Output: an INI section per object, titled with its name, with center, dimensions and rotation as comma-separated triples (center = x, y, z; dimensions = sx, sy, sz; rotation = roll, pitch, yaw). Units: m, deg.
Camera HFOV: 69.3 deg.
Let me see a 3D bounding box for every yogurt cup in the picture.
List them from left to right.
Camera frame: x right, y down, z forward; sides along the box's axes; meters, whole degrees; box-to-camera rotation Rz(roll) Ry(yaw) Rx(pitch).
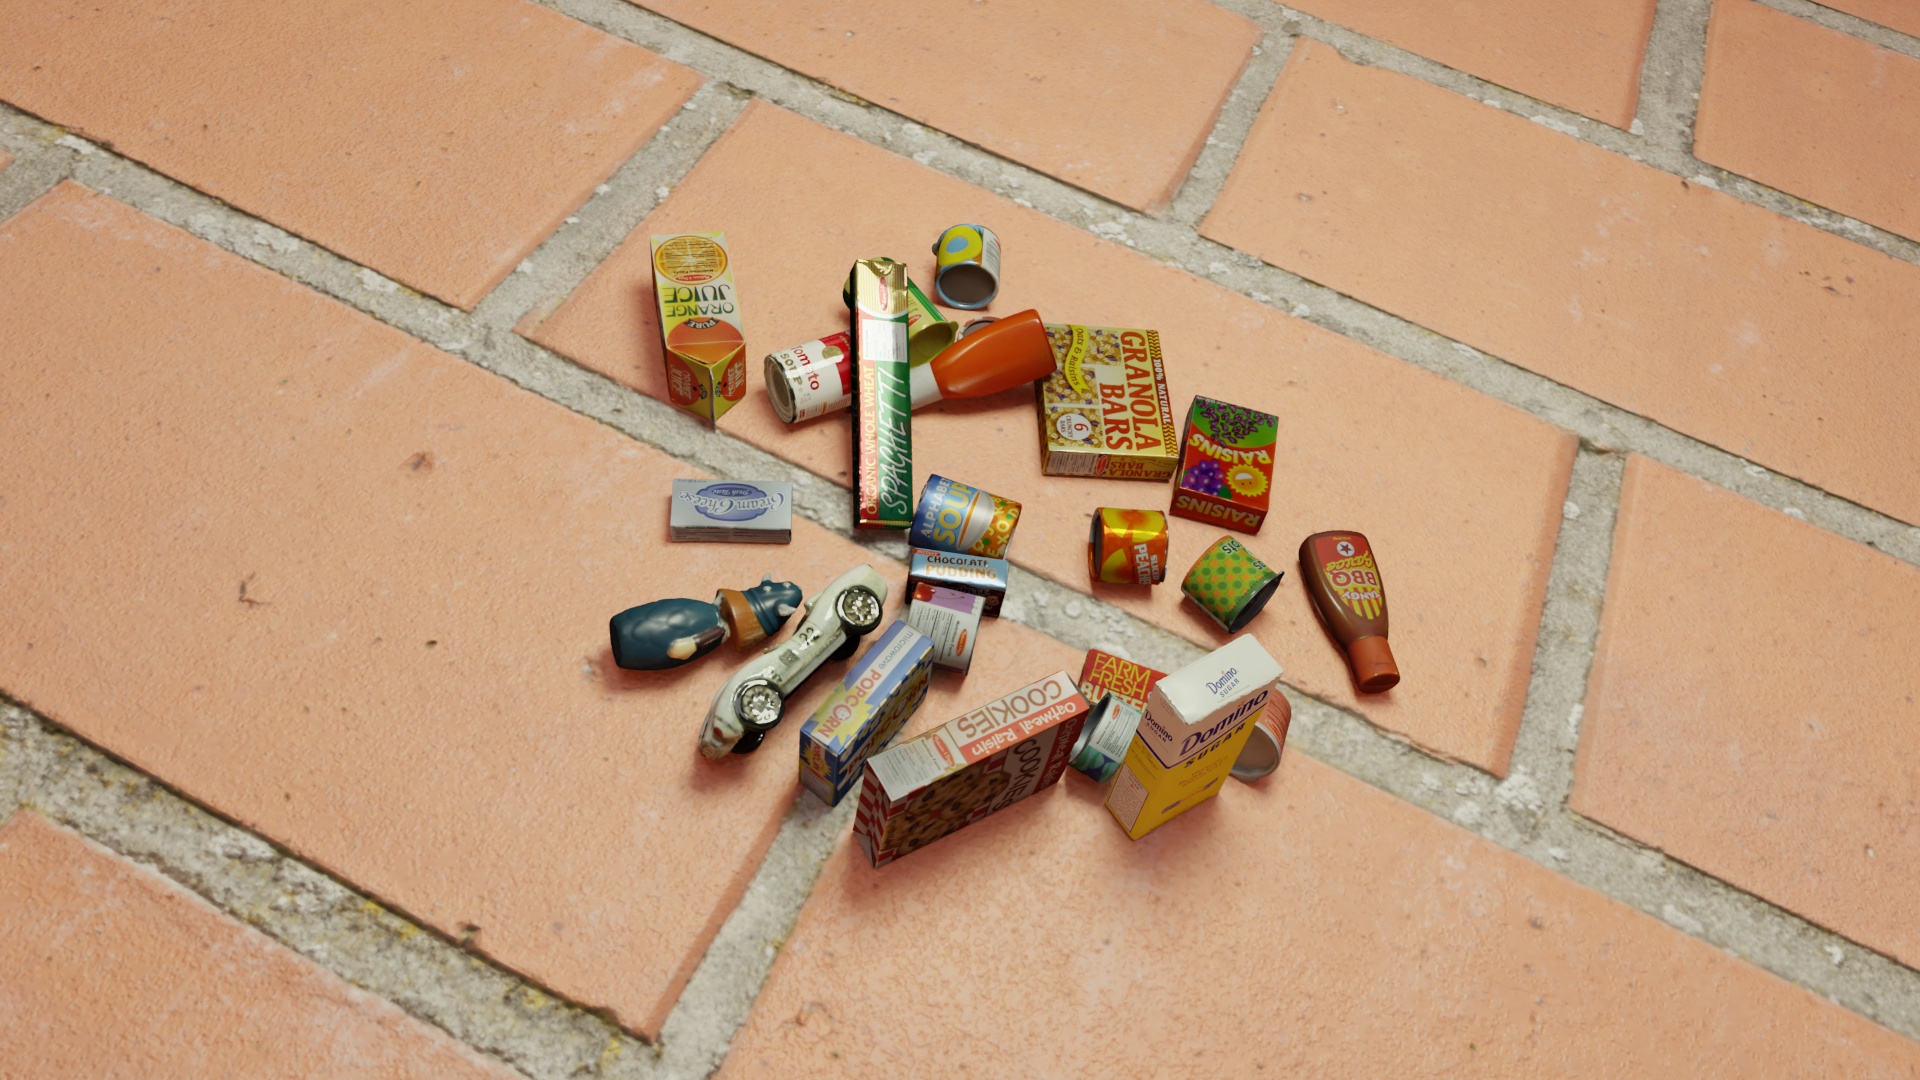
[yogurt cup]
center = 0.233, 0.149, 1.120
dimensions = 0.072, 0.072, 0.054
rotation = 28, 46, 12

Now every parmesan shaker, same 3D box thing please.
[parmesan shaker]
center = -0.058, -0.219, 1.343
dimensions = 0.071, 0.071, 0.103
rotation = -25, 61, -25

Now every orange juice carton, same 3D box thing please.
[orange juice carton]
center = -0.242, -0.196, 1.293
dimensions = 0.073, 0.071, 0.193
rotation = -7, 55, -14

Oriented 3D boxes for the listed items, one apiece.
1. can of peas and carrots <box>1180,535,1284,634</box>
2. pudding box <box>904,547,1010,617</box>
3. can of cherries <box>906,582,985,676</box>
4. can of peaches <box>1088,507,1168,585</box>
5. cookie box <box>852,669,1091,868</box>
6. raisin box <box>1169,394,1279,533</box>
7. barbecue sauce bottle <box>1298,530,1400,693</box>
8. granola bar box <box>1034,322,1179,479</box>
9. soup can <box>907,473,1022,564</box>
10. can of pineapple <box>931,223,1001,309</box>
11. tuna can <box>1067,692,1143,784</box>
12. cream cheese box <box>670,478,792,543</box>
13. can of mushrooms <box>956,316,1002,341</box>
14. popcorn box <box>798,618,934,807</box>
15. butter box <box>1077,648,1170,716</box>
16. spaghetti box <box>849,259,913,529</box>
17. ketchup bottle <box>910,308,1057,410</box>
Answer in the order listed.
[can of peas and carrots]
center = 0.235, 0.036, 1.200
dimensions = 0.071, 0.070, 0.059
rotation = -35, 65, -29
[pudding box]
center = -0.003, 0.035, 1.173
dimensions = 0.084, 0.049, 0.030
rotation = 9, 54, -3
[can of cherries]
center = -0.015, 0.072, 1.136
dimensions = 0.058, 0.071, 0.072
rotation = 13, 53, 1
[can of peaches]
center = 0.145, 0.006, 1.208
dimensions = 0.058, 0.071, 0.071
rotation = 4, 53, -6
[cookie box]
center = 0.008, 0.171, 1.028
dimensions = 0.168, 0.122, 0.040
rotation = -21, 61, -23
[raisin box]
center = 0.248, -0.072, 1.302
dimensions = 0.086, 0.039, 0.124
rotation = 15, 51, 1
[barbecue sauce bottle]
center = 0.345, 0.062, 1.215
dimensions = 0.065, 0.043, 0.149
rotation = -1, 54, -11
[granola bar box]
center = 0.136, -0.134, 1.330
dimensions = 0.124, 0.038, 0.166
rotation = 2, 53, -6
[soup can]
center = 0.004, -0.015, 1.198
dimensions = 0.084, 0.071, 0.072
rotation = 18, 53, 4
[can of pineapple]
center = 0.006, -0.275, 1.398
dimensions = 0.071, 0.070, 0.058
rotation = 6, 53, -5
[tuna can]
center = 0.113, 0.157, 1.092
dimensions = 0.033, 0.070, 0.071
rotation = 31, 54, 0
[cream cheese box]
center = -0.197, -0.025, 1.202
dimensions = 0.104, 0.024, 0.053
rotation = 1, 55, -8
[can of mushrooms]
center = 0.030, -0.186, 1.355
dimensions = 0.071, 0.033, 0.071
rotation = 4, 53, -5
[popcorn box]
center = -0.072, 0.132, 1.067
dimensions = 0.038, 0.084, 0.127
rotation = 31, 55, 15
[butter box]
center = 0.147, 0.130, 1.143
dimensions = 0.103, 0.024, 0.053
rotation = 19, 53, 5
[spaghetti box]
center = -0.072, -0.130, 1.241
dimensions = 0.050, 0.028, 0.250
rotation = 3, 75, -17
[ketchup bottle]
center = 0.012, -0.162, 1.298
dimensions = 0.149, 0.064, 0.044
rotation = -20, 30, 4
